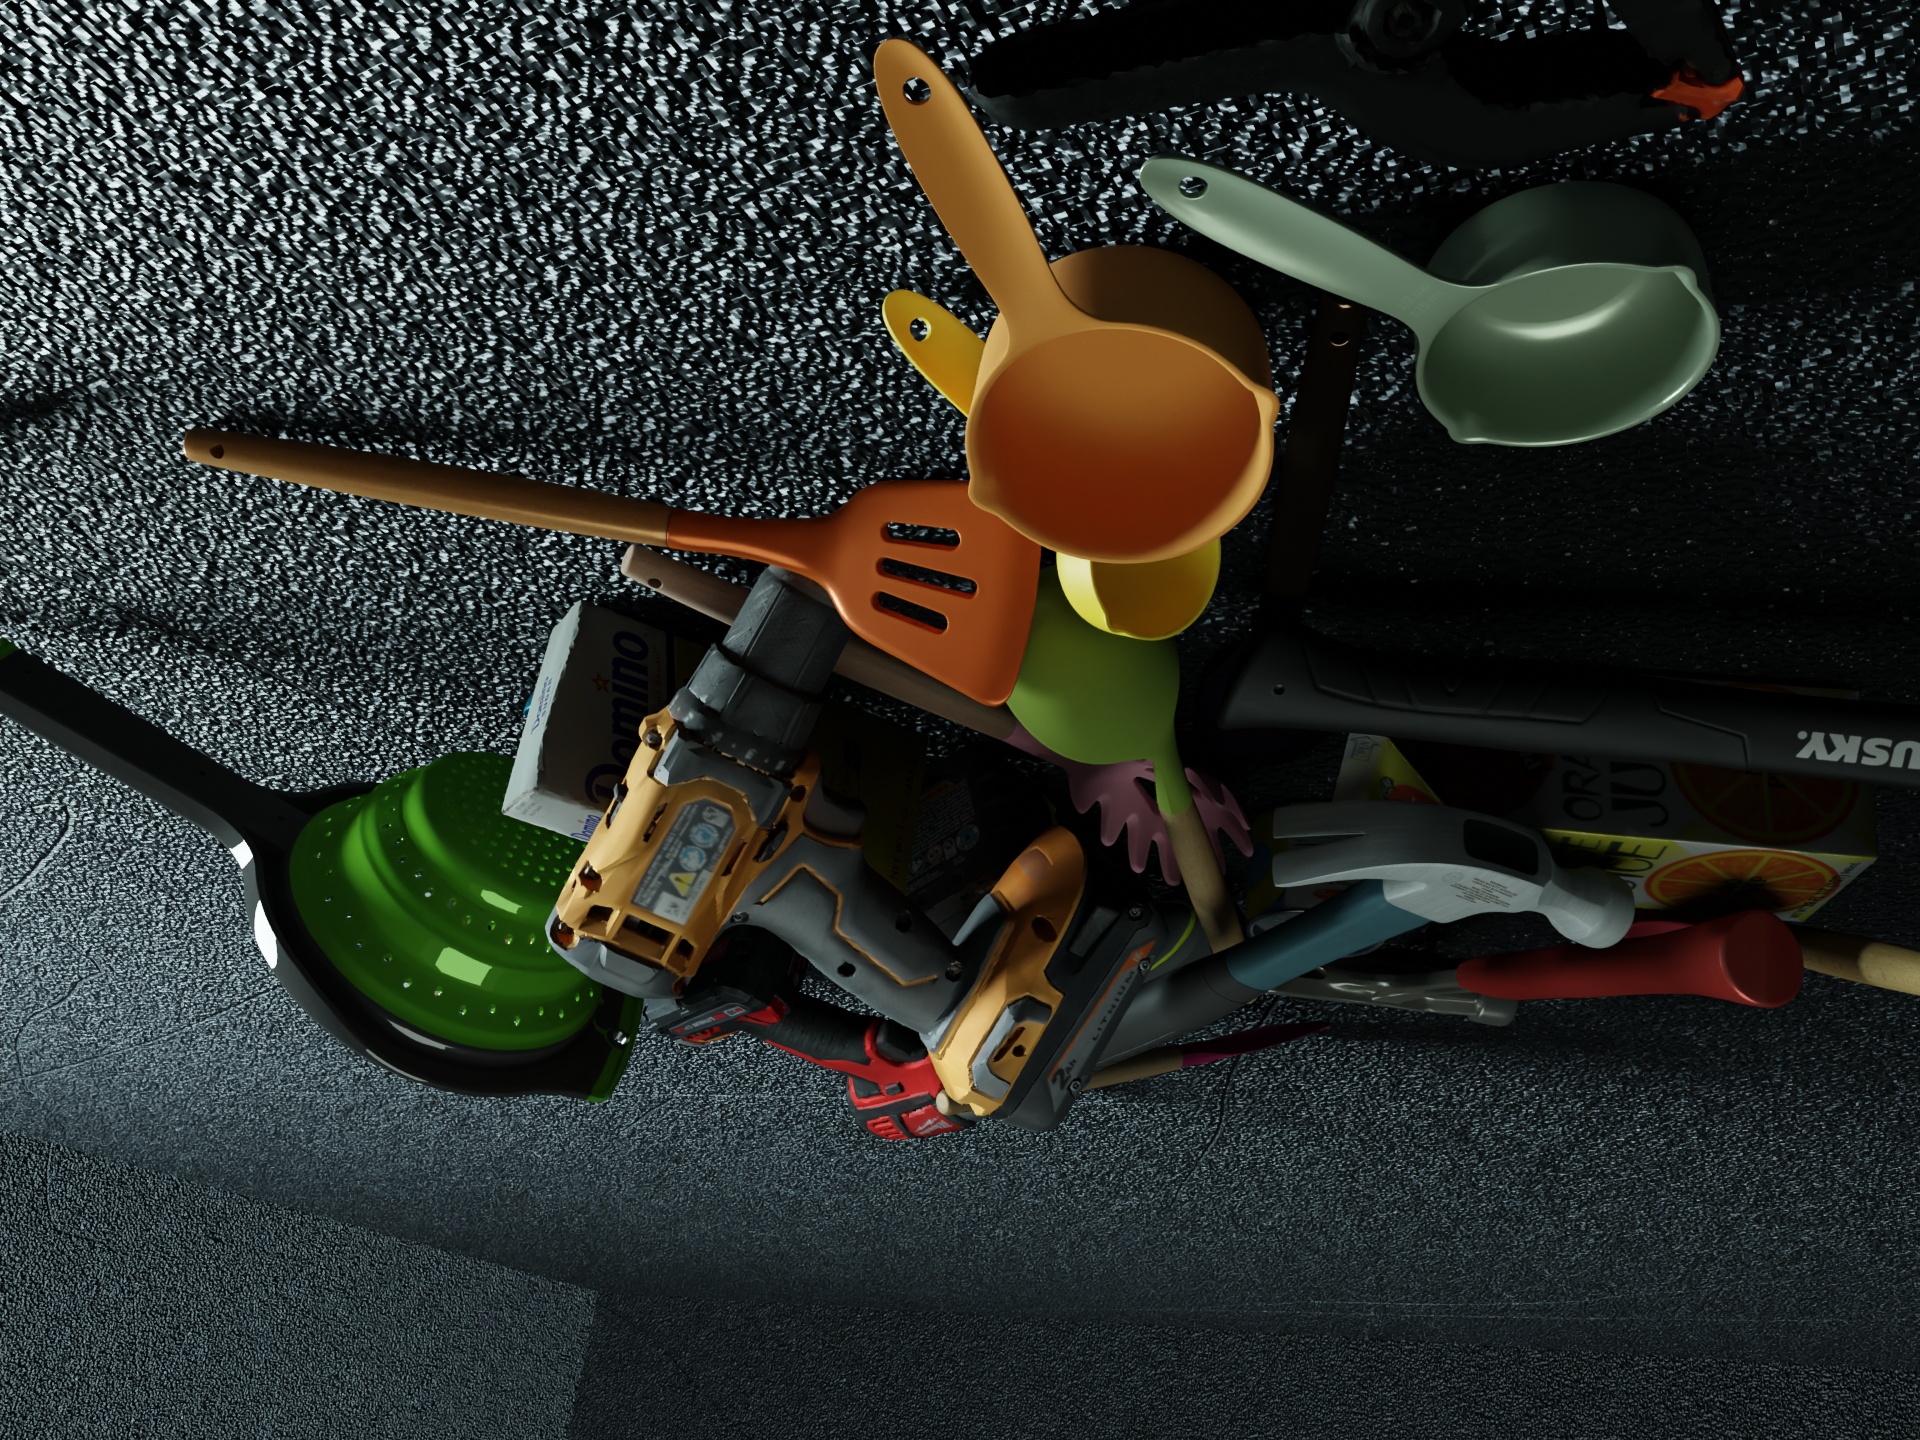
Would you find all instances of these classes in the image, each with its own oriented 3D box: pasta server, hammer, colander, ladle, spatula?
[{"bbox_3d":[-0.001,-0.002,0.691,0.316,0.040,0.060,24,132,-26],"label":"pasta server"},{"bbox_3d":[0.121,0.114,0.705,0.128,0.033,0.331,22,145,-21],"label":"hammer"},{"bbox_3d":[-0.311,0.039,0.792,0.397,0.205,0.094,34,111,-15],"label":"colander"},{"bbox_3d":[0.086,0.048,0.686,0.062,0.078,0.319,1,146,22],"label":"ladle"},{"bbox_3d":[0.269,0.122,0.772,0.149,0.037,0.359,9,168,-5],"label":"hammer"},{"bbox_3d":[0.122,-0.051,0.583,0.060,0.018,0.315,2,154,6],"label":"spatula"},{"bbox_3d":[0.260,0.007,0.560,0.335,0.035,0.146,6,110,11],"label":"hammer"},{"bbox_3d":[-0.131,-0.074,0.577,0.322,0.081,0.041,10,-164,4],"label":"spatula"},{"bbox_3d":[0.353,0.096,0.679,0.069,0.031,0.315,4,177,7],"label":"ladle"}]

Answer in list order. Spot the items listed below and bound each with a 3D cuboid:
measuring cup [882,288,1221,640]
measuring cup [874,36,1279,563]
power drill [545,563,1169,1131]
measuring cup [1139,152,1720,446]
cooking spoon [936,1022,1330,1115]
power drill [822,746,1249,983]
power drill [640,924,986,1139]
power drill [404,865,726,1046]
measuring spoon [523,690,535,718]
[{"bbox_3d":[0.026,-0.085,0.523,0.156,0.062,0.029,40,166,-28],"label":"measuring cup"},{"bbox_3d":[0.027,-0.121,0.441,0.095,0.052,0.173,-15,132,26],"label":"measuring cup"},{"bbox_3d":[-0.028,0.052,0.649,0.226,0.185,0.084,27,-173,-19],"label":"power drill"},{"bbox_3d":[0.121,-0.123,0.415,0.167,0.038,0.083,17,152,-19],"label":"measuring cup"},{"bbox_3d":[0.115,0.211,0.983,0.318,0.017,0.069,-1,161,-38],"label":"cooking spoon"},{"bbox_3d":[0.031,0.116,0.825,0.171,0.080,0.223,-33,136,21],"label":"power drill"},{"bbox_3d":[-0.067,0.183,0.954,0.219,0.079,0.143,35,141,-27],"label":"power drill"},{"bbox_3d":[-0.241,0.163,1.036,0.226,0.084,0.164,17,152,-26],"label":"power drill"},{"bbox_3d":[-0.170,0.005,0.781,0.042,0.021,0.128,-1,161,16],"label":"measuring spoon"}]
